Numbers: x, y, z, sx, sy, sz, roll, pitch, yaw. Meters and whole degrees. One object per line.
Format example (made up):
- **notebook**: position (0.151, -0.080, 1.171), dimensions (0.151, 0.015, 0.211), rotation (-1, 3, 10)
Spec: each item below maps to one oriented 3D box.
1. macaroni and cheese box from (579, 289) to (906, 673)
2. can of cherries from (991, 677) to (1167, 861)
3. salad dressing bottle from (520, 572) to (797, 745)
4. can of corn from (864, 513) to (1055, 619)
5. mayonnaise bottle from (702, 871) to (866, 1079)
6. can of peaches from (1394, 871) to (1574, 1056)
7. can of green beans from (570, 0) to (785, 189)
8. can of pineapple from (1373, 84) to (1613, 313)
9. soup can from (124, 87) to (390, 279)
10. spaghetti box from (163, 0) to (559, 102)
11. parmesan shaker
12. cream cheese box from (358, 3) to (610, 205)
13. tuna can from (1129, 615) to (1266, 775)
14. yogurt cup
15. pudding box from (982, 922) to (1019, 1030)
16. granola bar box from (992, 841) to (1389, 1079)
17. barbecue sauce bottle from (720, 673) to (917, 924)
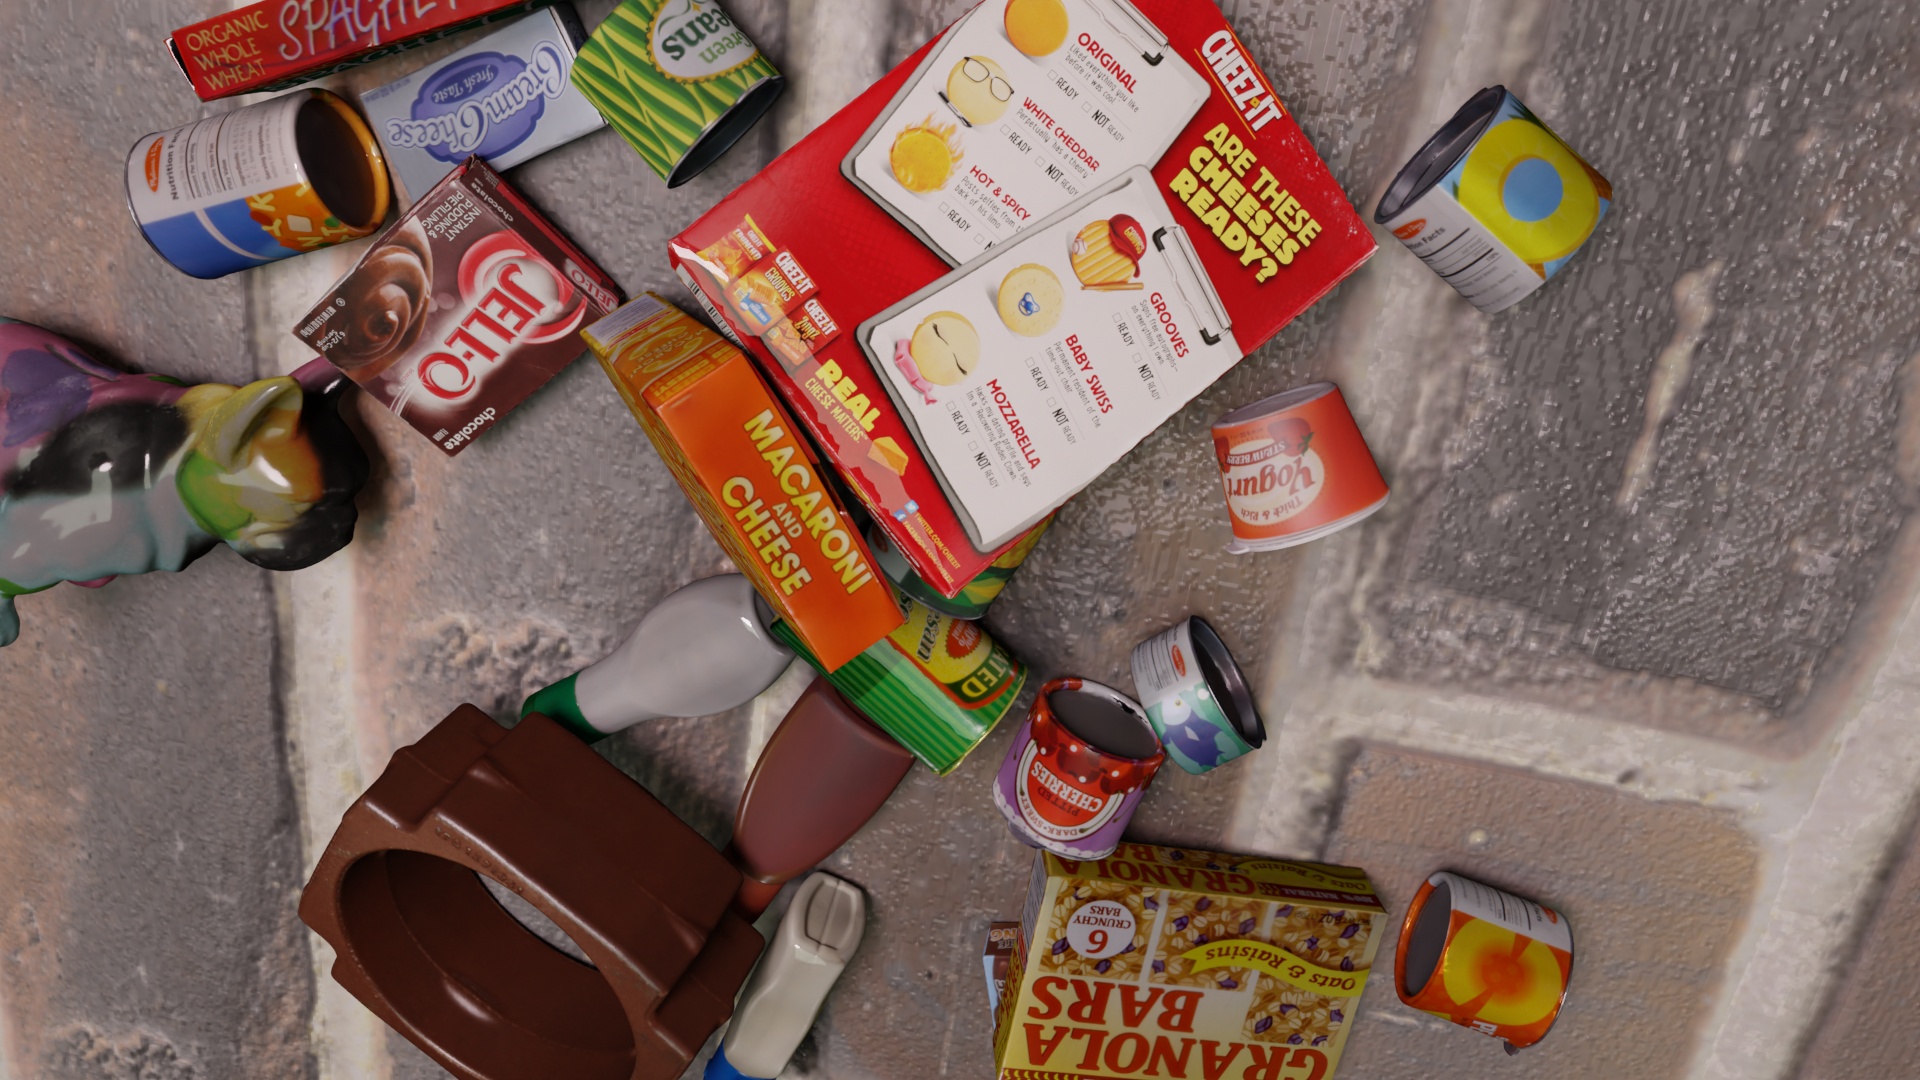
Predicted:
- **macaroni and cheese box**: position (-0.092, -0.031, 0.560), dimensions (0.040, 0.167, 0.123), rotation (-35, 117, -11)
- **can of cherries**: position (0.055, 0.106, 0.647), dimensions (0.071, 0.072, 0.058), rotation (25, 113, 0)
- **salad dressing bottle**: position (-0.150, 0.065, 0.683), dimensions (0.147, 0.044, 0.064), rotation (-25, 107, 20)
- **can of corn**: position (0.002, -0.008, 0.617), dimensions (0.071, 0.071, 0.058), rotation (33, 113, -4)
- **mayonnaise bottle**: position (-0.096, 0.246, 0.735), dimensions (0.041, 0.065, 0.147), rotation (25, 117, -4)
- **can of peaches**: position (0.243, 0.198, 0.652), dimensions (0.058, 0.071, 0.071), rotation (20, 113, 2)
- **can of green beans**: position (-0.115, -0.188, 0.566), dimensions (0.071, 0.071, 0.058), rotation (-39, 100, 21)
- **can of pineapple**: position (0.205, -0.131, 0.533), dimensions (0.058, 0.071, 0.070), rotation (39, 112, -7)
- **soup can**: position (-0.306, -0.156, 0.614), dimensions (0.084, 0.071, 0.071), rotation (-11, 109, 13)
- **spaghetti box**: position (-0.184, -0.215, 0.533), dimensions (0.250, 0.050, 0.028), rotation (-11, 110, 14)
- **parmesan shaker**: position (-0.030, 0.051, 0.640), dimensions (0.103, 0.071, 0.071), rotation (42, 112, -8)
- **cream cheese box**: position (-0.204, -0.188, 0.603), dimensions (0.103, 0.024, 0.053), rotation (-18, 109, 16)
- **tuna can**: position (0.108, 0.072, 0.629), dimensions (0.032, 0.071, 0.071), rotation (-29, 104, 20)
- **yogurt cup**: position (0.140, -0.033, 0.584), dimensions (0.072, 0.072, 0.054), rotation (-19, 99, 16)
- **pudding box**: position (0.041, 0.241, 0.725), dimensions (0.049, 0.030, 0.083), rotation (-3, 110, 11)
- **granola bar box**: position (0.108, 0.212, 0.677), dimensions (0.166, 0.039, 0.123), rotation (8, 110, -8)
- **barbecue sauce bottle**: position (-0.082, 0.135, 0.698), dimensions (0.065, 0.044, 0.148), rotation (36, 113, -2)
